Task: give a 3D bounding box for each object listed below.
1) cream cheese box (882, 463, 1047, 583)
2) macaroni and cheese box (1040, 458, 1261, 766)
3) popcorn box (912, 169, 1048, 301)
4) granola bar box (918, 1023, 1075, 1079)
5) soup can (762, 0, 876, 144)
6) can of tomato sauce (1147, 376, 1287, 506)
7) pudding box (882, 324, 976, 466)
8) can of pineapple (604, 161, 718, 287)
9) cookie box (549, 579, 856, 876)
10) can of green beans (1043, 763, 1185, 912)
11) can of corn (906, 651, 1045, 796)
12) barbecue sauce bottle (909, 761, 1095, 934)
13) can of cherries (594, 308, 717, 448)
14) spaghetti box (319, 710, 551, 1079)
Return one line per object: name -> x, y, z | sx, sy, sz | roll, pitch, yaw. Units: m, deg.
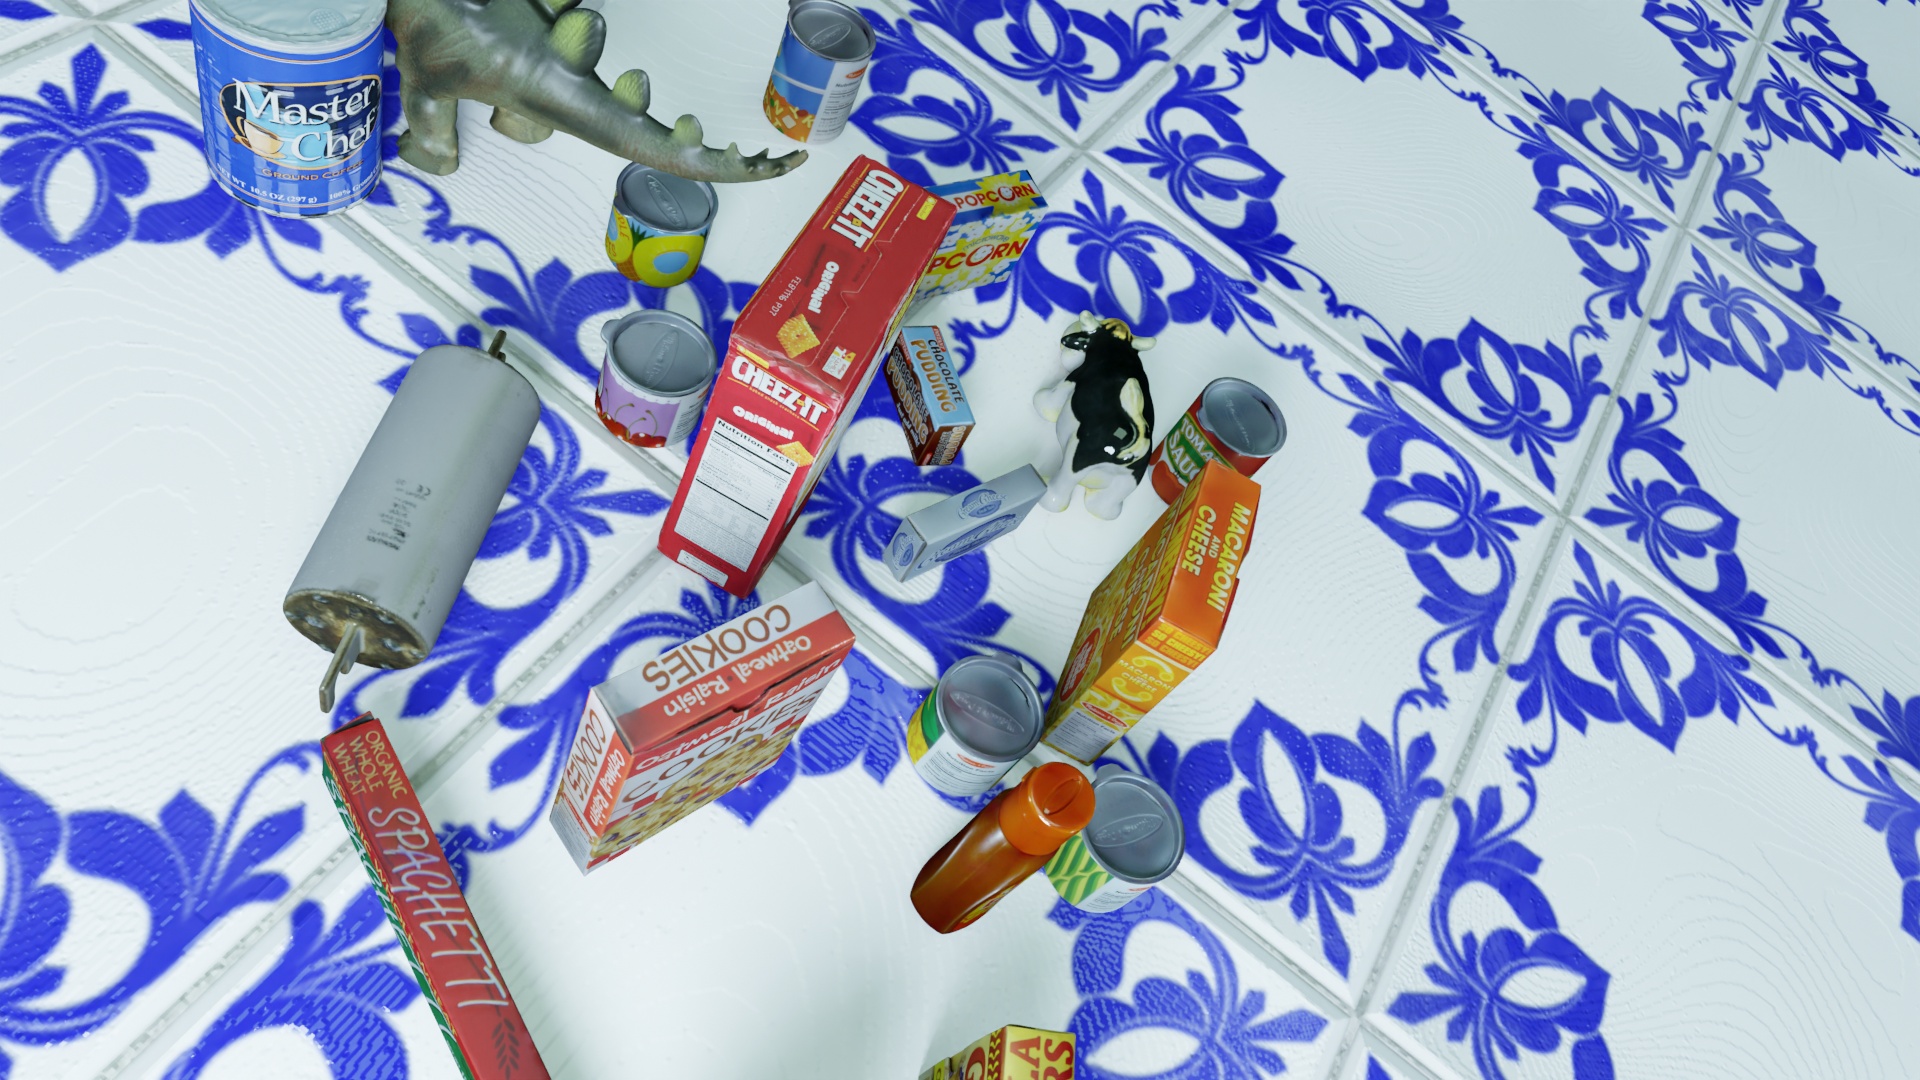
cream cheese box -> 0.003, -0.011, 0.885 | 0.104, 0.053, 0.024 | -24, 72, -33
macaroni and cheese box -> 0.112, 0.046, 0.826 | 0.040, 0.165, 0.124 | 28, 53, -5
popcorn box -> -0.009, -0.214, 0.990 | 0.127, 0.084, 0.038 | -19, 69, -32
granola bar box -> 0.008, 0.319, 0.633 | 0.039, 0.123, 0.166 | 15, 55, -14
soup can -> -0.108, -0.350, 1.034 | 0.071, 0.083, 0.071 | 11, 56, -17
can of tomato sauce -> 0.177, -0.064, 0.976 | 0.071, 0.082, 0.071 | 11, 56, -17
pudding box -> -0.022, -0.097, 0.932 | 0.030, 0.049, 0.084 | -6, 62, -27
can of pineapple -> -0.201, -0.210, 0.921 | 0.071, 0.057, 0.071 | 11, 56, -17
cookie box -> -0.131, 0.096, 0.687 | 0.123, 0.166, 0.040 | -27, 73, -34
can of green beans -> 0.087, 0.174, 0.801 | 0.071, 0.057, 0.071 | 11, 56, -17
can of corn -> 0.009, 0.107, 0.810 | 0.071, 0.058, 0.071 | 11, 56, -17
barbecue sauce bottle -> 0.023, 0.159, 0.726 | 0.065, 0.147, 0.044 | -35, 78, -36
can of cherries -> -0.190, -0.100, 0.855 | 0.071, 0.058, 0.072 | 11, 56, -17
spaghetti box -> -0.238, 0.198, 0.649 | 0.029, 0.050, 0.250 | -22, 70, -33
